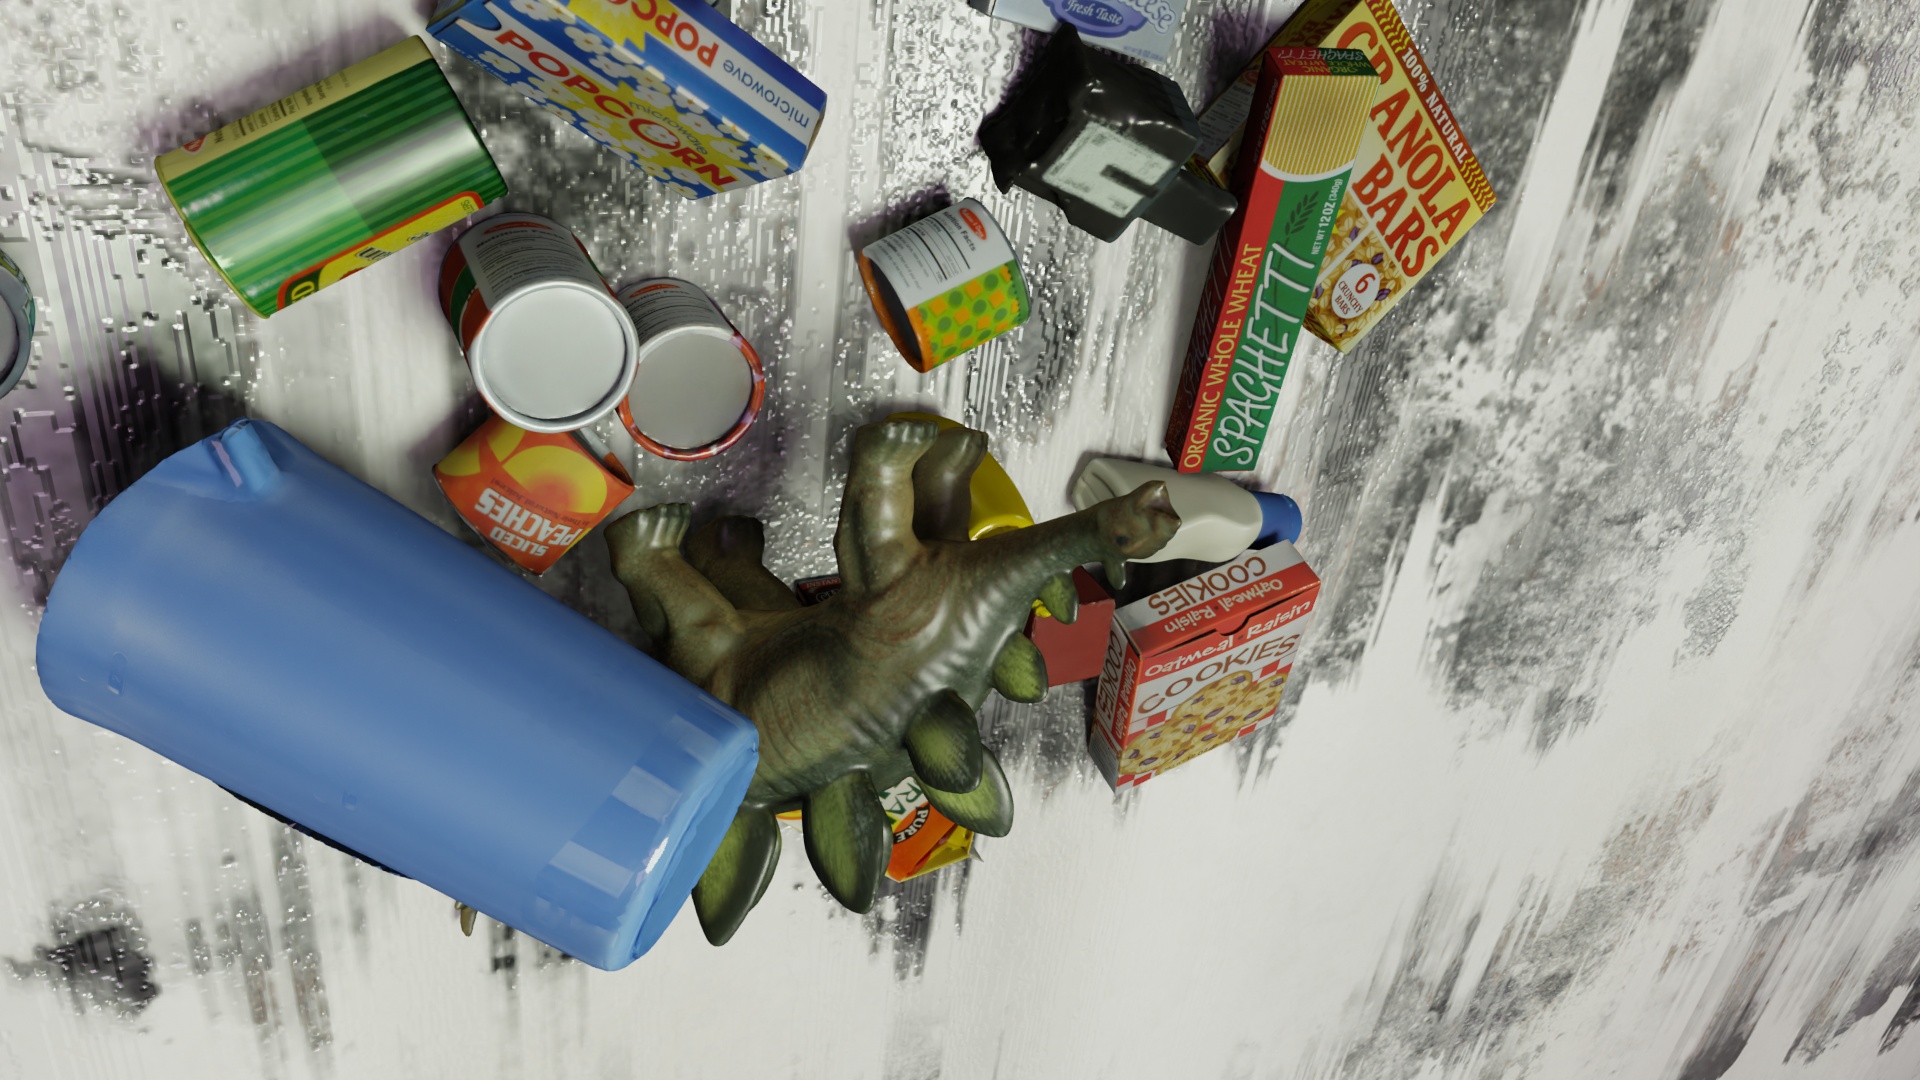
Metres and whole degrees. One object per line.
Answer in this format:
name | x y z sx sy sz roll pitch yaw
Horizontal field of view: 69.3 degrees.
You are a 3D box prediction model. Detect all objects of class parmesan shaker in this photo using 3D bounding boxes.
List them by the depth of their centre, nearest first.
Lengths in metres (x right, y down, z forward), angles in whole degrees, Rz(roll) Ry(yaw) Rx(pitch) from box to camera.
parmesan shaker | -0.231 -0.135 0.518 0.103 0.071 0.071 -30 129 -10

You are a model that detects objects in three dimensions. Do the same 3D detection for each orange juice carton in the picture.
orange juice carton | -0.057 0.127 0.780 0.073 0.072 0.192 -47 130 5

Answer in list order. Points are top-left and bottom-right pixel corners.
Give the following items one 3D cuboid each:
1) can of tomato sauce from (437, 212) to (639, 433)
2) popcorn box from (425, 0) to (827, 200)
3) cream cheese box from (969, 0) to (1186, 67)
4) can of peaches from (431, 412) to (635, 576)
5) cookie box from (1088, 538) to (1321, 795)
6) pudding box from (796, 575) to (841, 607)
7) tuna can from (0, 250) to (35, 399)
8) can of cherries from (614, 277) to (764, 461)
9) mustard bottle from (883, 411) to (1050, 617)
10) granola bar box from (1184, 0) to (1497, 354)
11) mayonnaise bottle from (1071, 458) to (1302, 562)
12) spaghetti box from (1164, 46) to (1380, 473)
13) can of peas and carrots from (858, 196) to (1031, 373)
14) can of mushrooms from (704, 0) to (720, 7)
can of tomato sauce | -0.174 -0.089 0.572 0.071 0.083 0.070 -14 124 -21
popcorn box | -0.126 -0.183 0.535 0.126 0.085 0.038 28 75 -39
cream cheese box | 0.058 -0.257 0.637 0.104 0.024 0.053 3 117 -31
can of peaches | -0.186 -0.026 0.612 0.058 0.071 0.071 -42 130 -1
cookie box | 0.147 0.082 0.857 0.123 0.040 0.166 -21 146 -16
pudding box | -0.042 0.041 0.750 0.084 0.050 0.030 -8 124 -25
tuna can | -0.369 -0.081 0.498 0.071 0.033 0.070 -15 125 -21
can of cherries | -0.127 -0.075 0.623 0.072 0.058 0.071 -14 124 -22
mustard bottle | 0.002 -0.008 0.672 0.049 0.161 0.065 3 116 -30
granola bar box | 0.205 -0.198 0.748 0.124 0.039 0.165 -46 130 5
mayonnaise bottle | 0.138 -0.014 0.812 0.148 0.065 0.041 4 130 -36
spaghetti box | 0.156 -0.133 0.724 0.050 0.029 0.248 -2 135 -10
can of peas and carrots | -0.007 -0.119 0.660 0.059 0.071 0.070 -28 129 -11
can of mushrooms | -0.108 -0.241 0.528 0.033 0.071 0.070 -1 119 -28
